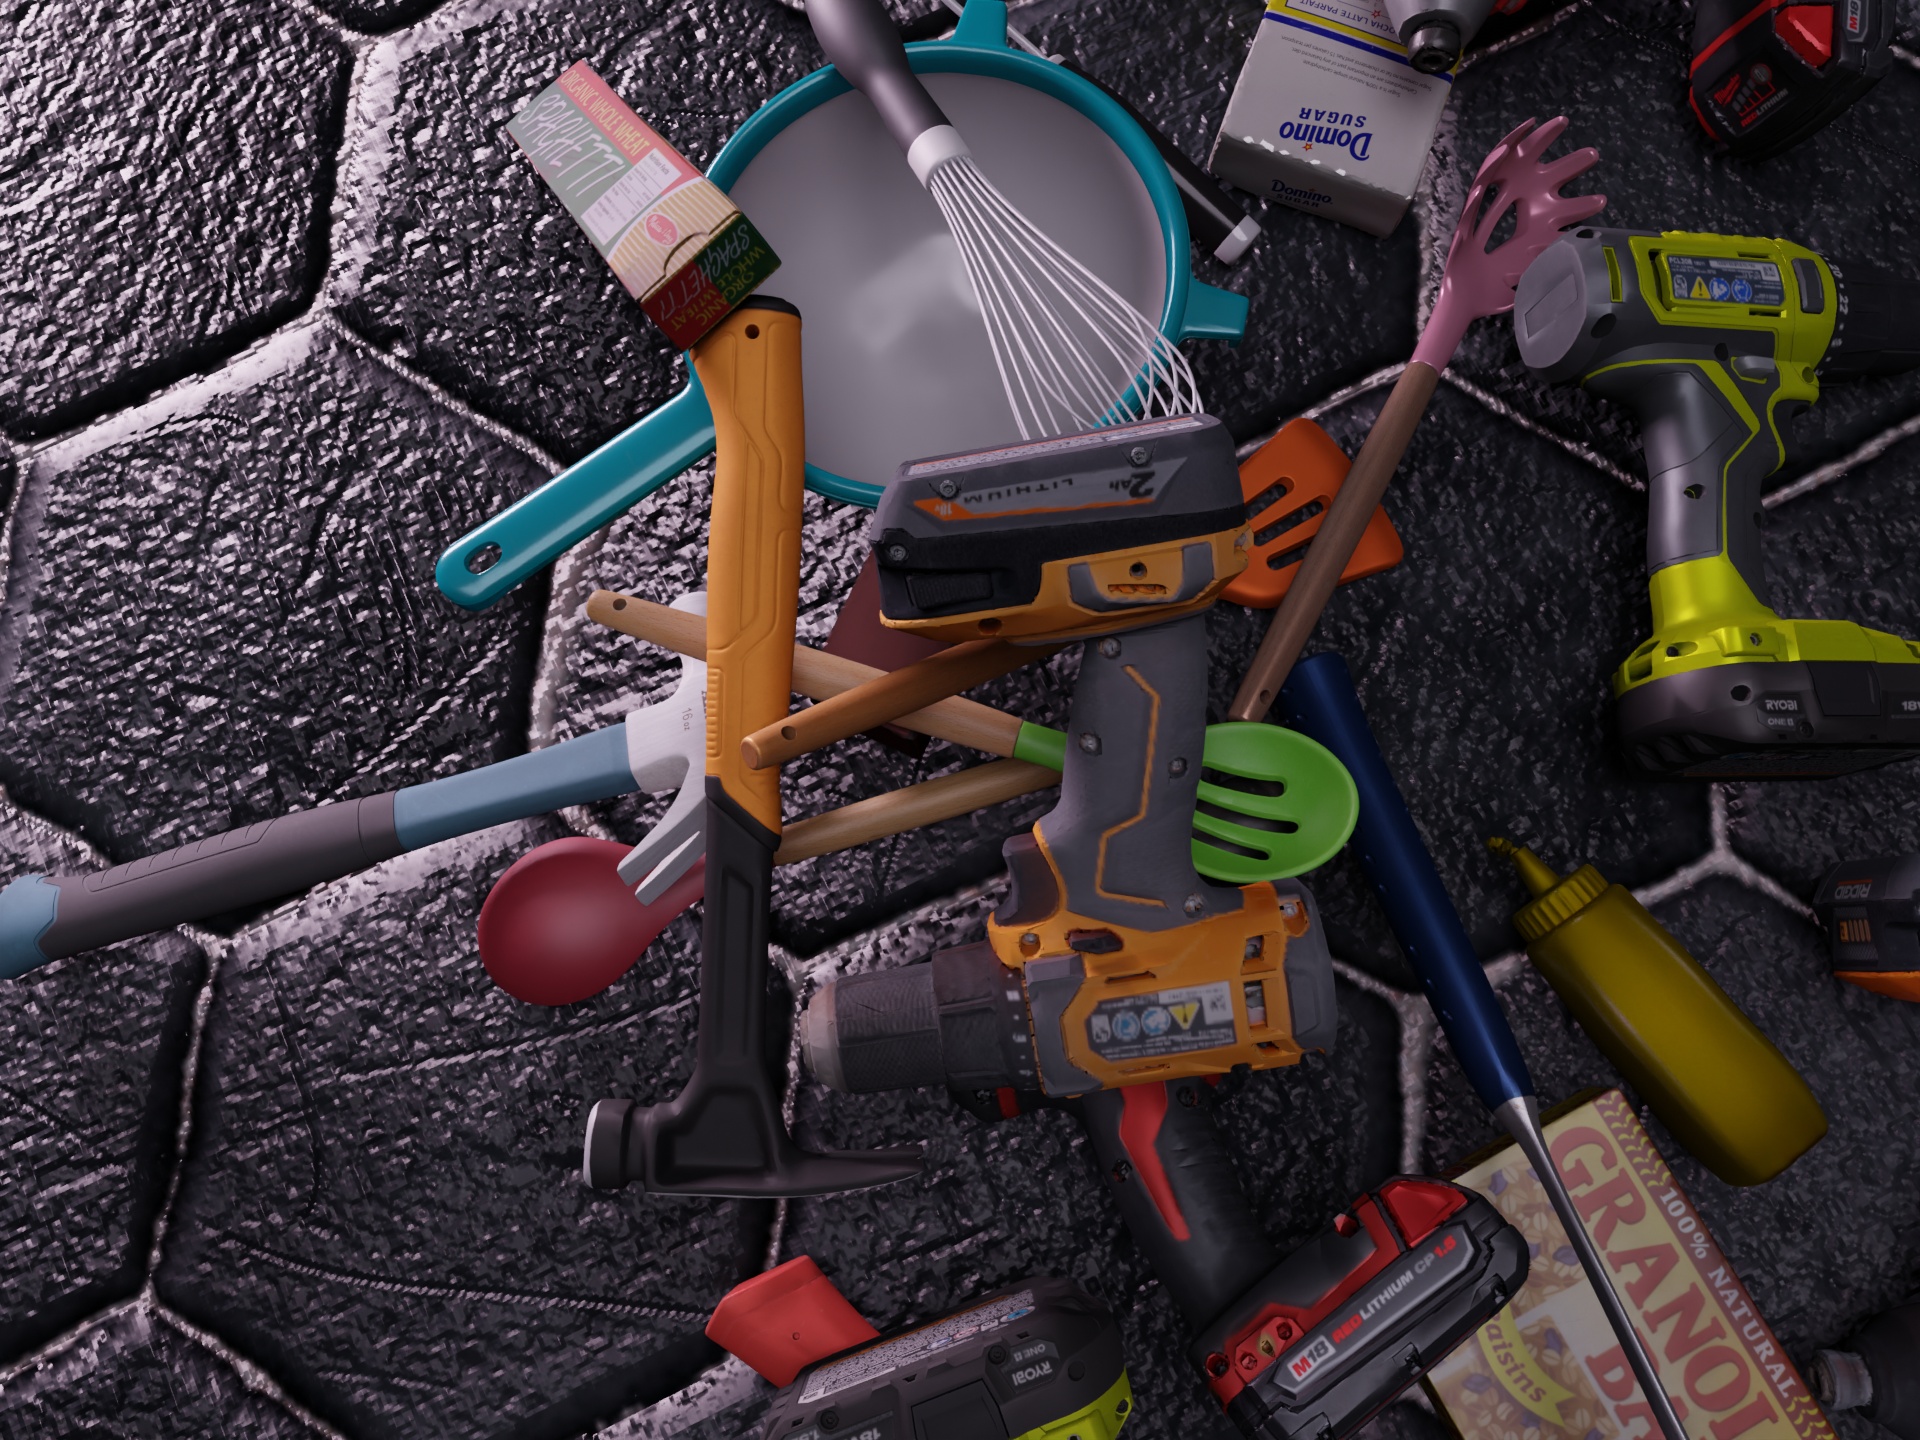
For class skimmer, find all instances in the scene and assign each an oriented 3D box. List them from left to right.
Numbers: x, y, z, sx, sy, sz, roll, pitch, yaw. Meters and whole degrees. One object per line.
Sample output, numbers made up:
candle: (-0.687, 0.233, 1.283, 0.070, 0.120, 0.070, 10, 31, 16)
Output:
skimmer: (-0.010, -0.330, 0.751, 0.363, 0.090, 0.127, 41, 79, -1)

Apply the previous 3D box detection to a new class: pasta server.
pasta server: (0.192, -0.129, 0.678, 0.060, 0.040, 0.316, 37, 72, -20)

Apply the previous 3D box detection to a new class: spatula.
spatula: (0.051, -0.045, 0.634, 0.322, 0.041, 0.081, -24, 76, -35)

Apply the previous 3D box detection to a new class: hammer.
hammer: (-0.245, 0.045, 0.665, 0.331, 0.033, 0.128, -16, 57, 2)
hammer: (-0.073, 0.010, 0.600, 0.127, 0.034, 0.337, 1, 91, -1)
hammer: (0.055, 0.328, 0.604, 0.359, 0.036, 0.149, 31, 80, 7)
hammer: (0.203, 0.145, 0.565, 0.035, 0.144, 0.406, -22, 60, 5)

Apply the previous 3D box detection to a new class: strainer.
strainer: (-0.062, -0.137, 0.679, 0.340, 0.095, 0.211, -34, 76, -3)

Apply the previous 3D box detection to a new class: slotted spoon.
slotted spoon: (-0.001, -0.002, 0.626, 0.314, 0.031, 0.070, 17, 62, 7)

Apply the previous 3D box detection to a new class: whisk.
whisk: (0.008, -0.192, 0.614, 0.070, 0.070, 0.285, -29, 70, -4)

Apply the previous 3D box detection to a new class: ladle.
ladle: (-0.054, 0.049, 0.673, 0.315, 0.031, 0.069, -17, 75, -4)

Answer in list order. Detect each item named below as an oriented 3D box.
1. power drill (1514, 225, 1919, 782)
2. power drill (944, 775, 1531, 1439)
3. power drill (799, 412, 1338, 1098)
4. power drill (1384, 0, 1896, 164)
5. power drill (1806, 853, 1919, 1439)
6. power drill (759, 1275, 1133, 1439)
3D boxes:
power drill: (0.339, -0.094, 0.659, 0.190, 0.080, 0.229, 0, 76, -14)
power drill: (0.110, 0.138, 0.604, 0.188, 0.080, 0.227, -36, 61, -8)
power drill: (0.023, 0.023, 0.539, 0.185, 0.084, 0.226, -9, 104, 3)
power drill: (0.285, -0.327, 0.690, 0.219, 0.078, 0.143, 12, 79, -10)
power drill: (0.398, 0.163, 0.607, 0.164, 0.084, 0.226, -4, 82, 1)
power drill: (0.016, 0.327, 0.549, 0.171, 0.080, 0.223, -20, 82, -3)
